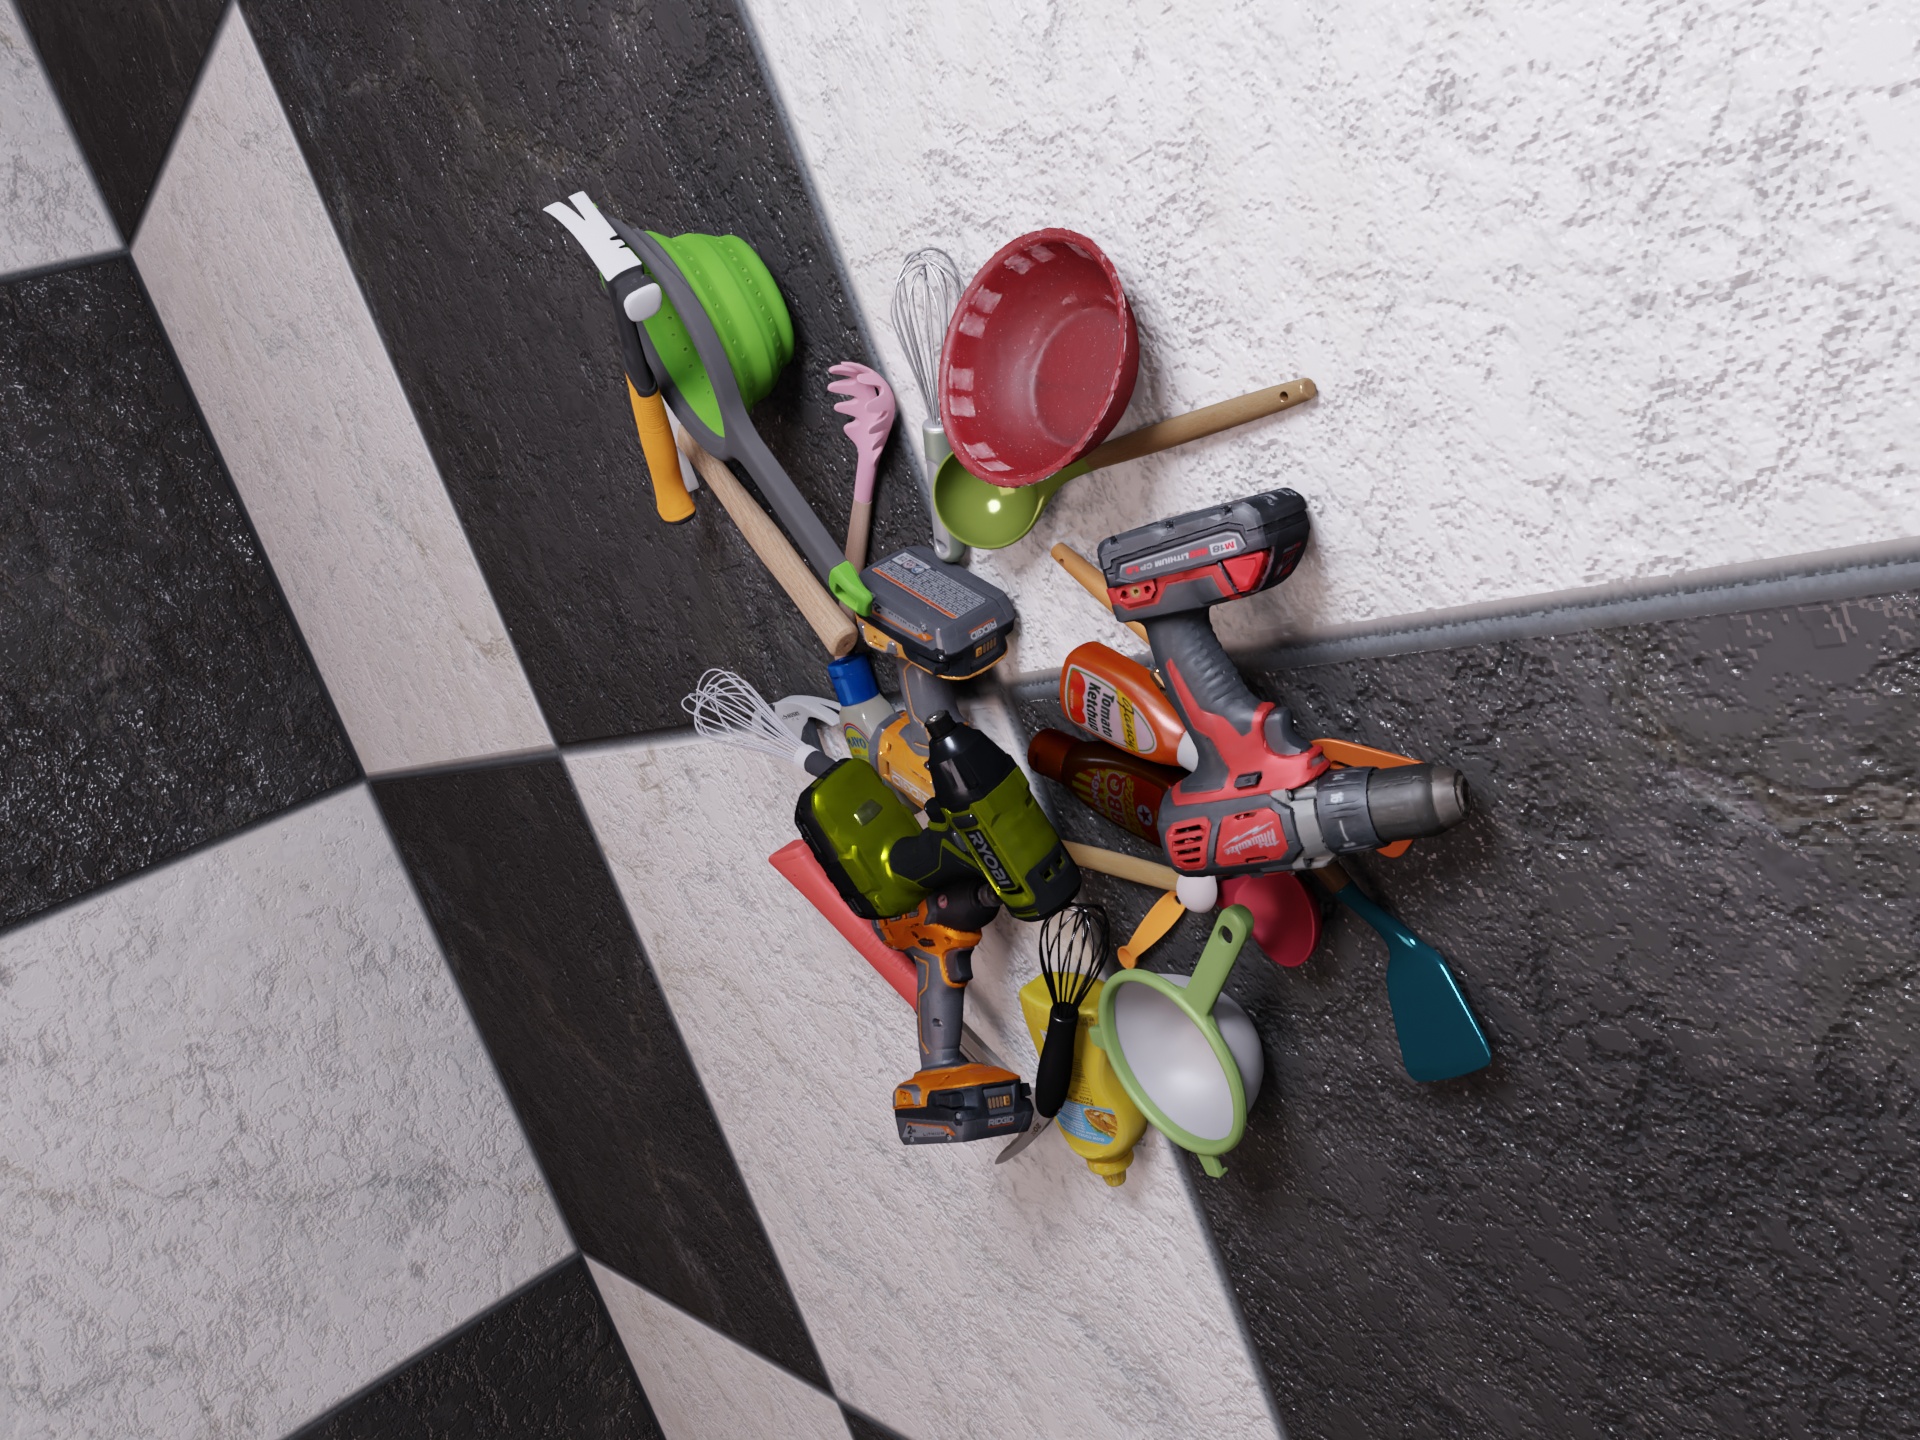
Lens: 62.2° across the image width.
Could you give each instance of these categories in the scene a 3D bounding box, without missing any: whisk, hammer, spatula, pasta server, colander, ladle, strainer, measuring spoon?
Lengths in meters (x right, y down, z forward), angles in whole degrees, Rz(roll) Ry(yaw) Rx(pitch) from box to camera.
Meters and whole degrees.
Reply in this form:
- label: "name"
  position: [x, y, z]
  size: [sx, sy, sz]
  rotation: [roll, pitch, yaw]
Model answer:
- label: "whisk"
  position: [0.080, 0.231, 1.244]
  size: [0.055, 0.055, 0.238]
  rotation: [36, 136, 35]
- label: "hammer"
  position: [-0.265, -0.276, 1.314]
  size: [0.127, 0.034, 0.336]
  rotation: [52, 163, 23]
- label: "spatula"
  position: [0.222, 0.092, 1.016]
  size: [0.317, 0.044, 0.082]
  rotation: [50, 151, 2]
- label: "whisk"
  position: [-0.158, 0.024, 1.448]
  size: [0.285, 0.070, 0.070]
  rotation: [27, 133, 40]
- label: "pasta server"
  position: [-0.089, -0.159, 1.302]
  size: [0.060, 0.040, 0.316]
  rotation: [50, 147, 30]
- label: "colander"
  position: [-0.151, -0.254, 1.243]
  size: [0.397, 0.094, 0.204]
  rotation: [54, 164, 16]
- label: "ladle"
  position: [0.095, -0.171, 1.023]
  size: [0.320, 0.062, 0.078]
  rotation: [-8, 106, 53]
- label: "hammer"
  position: [-0.189, -0.180, 1.411]
  size: [0.332, 0.031, 0.130]
  rotation: [52, 148, 25]
- label: "hammer"
  position: [-0.050, 0.250, 1.484]
  size: [0.359, 0.037, 0.149]
  rotation: [44, 135, 14]
- label: "strainer"
  position: [0.184, 0.206, 1.151]
  size: [0.152, 0.069, 0.256]
  rotation: [46, 144, 29]
- label: "whisk"
  position: [-0.017, -0.221, 1.148]
  size: [0.058, 0.059, 0.246]
  rotation: [31, 140, 39]
- label: "measuring spoon"
  position: [0.172, 0.080, 1.100]
  size: [0.034, 0.018, 0.124]
  rotation: [43, 129, 46]
- label: "hammer"
  position: [-0.077, 0.163, 1.518]
  size: [0.149, 0.036, 0.409]
  rotation: [-13, 102, 56]
- label: "spatula"
  position: [0.171, -0.029, 1.048]
  size: [0.323, 0.041, 0.081]
  rotation: [45, 143, 33]
- label: "measuring spoon"
  position: [0.150, 0.159, 1.223]
  size: [0.021, 0.011, 0.116]
  rotation: [56, 144, 21]
- label: "ladle"
  position: [0.151, 0.118, 1.174]
  size: [0.316, 0.031, 0.069]
  rotation: [11, 104, 53]

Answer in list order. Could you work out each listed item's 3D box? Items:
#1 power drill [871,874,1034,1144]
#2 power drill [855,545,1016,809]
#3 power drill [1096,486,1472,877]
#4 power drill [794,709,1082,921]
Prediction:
- label: "power drill"
  position: [-0.003, 0.238, 1.347]
  size: [0.164, 0.084, 0.227]
  rotation: [-24, 70, 53]
- label: "power drill"
  position: [-0.002, -0.004, 1.257]
  size: [0.185, 0.084, 0.226]
  rotation: [33, 141, 36]
- label: "power drill"
  position: [0.188, -0.019, 0.943]
  size: [0.188, 0.080, 0.226]
  rotation: [-11, 98, 33]
- label: "power drill"
  position: [-0.025, 0.079, 1.235]
  size: [0.223, 0.080, 0.171]
  rotation: [-15, 112, 51]
